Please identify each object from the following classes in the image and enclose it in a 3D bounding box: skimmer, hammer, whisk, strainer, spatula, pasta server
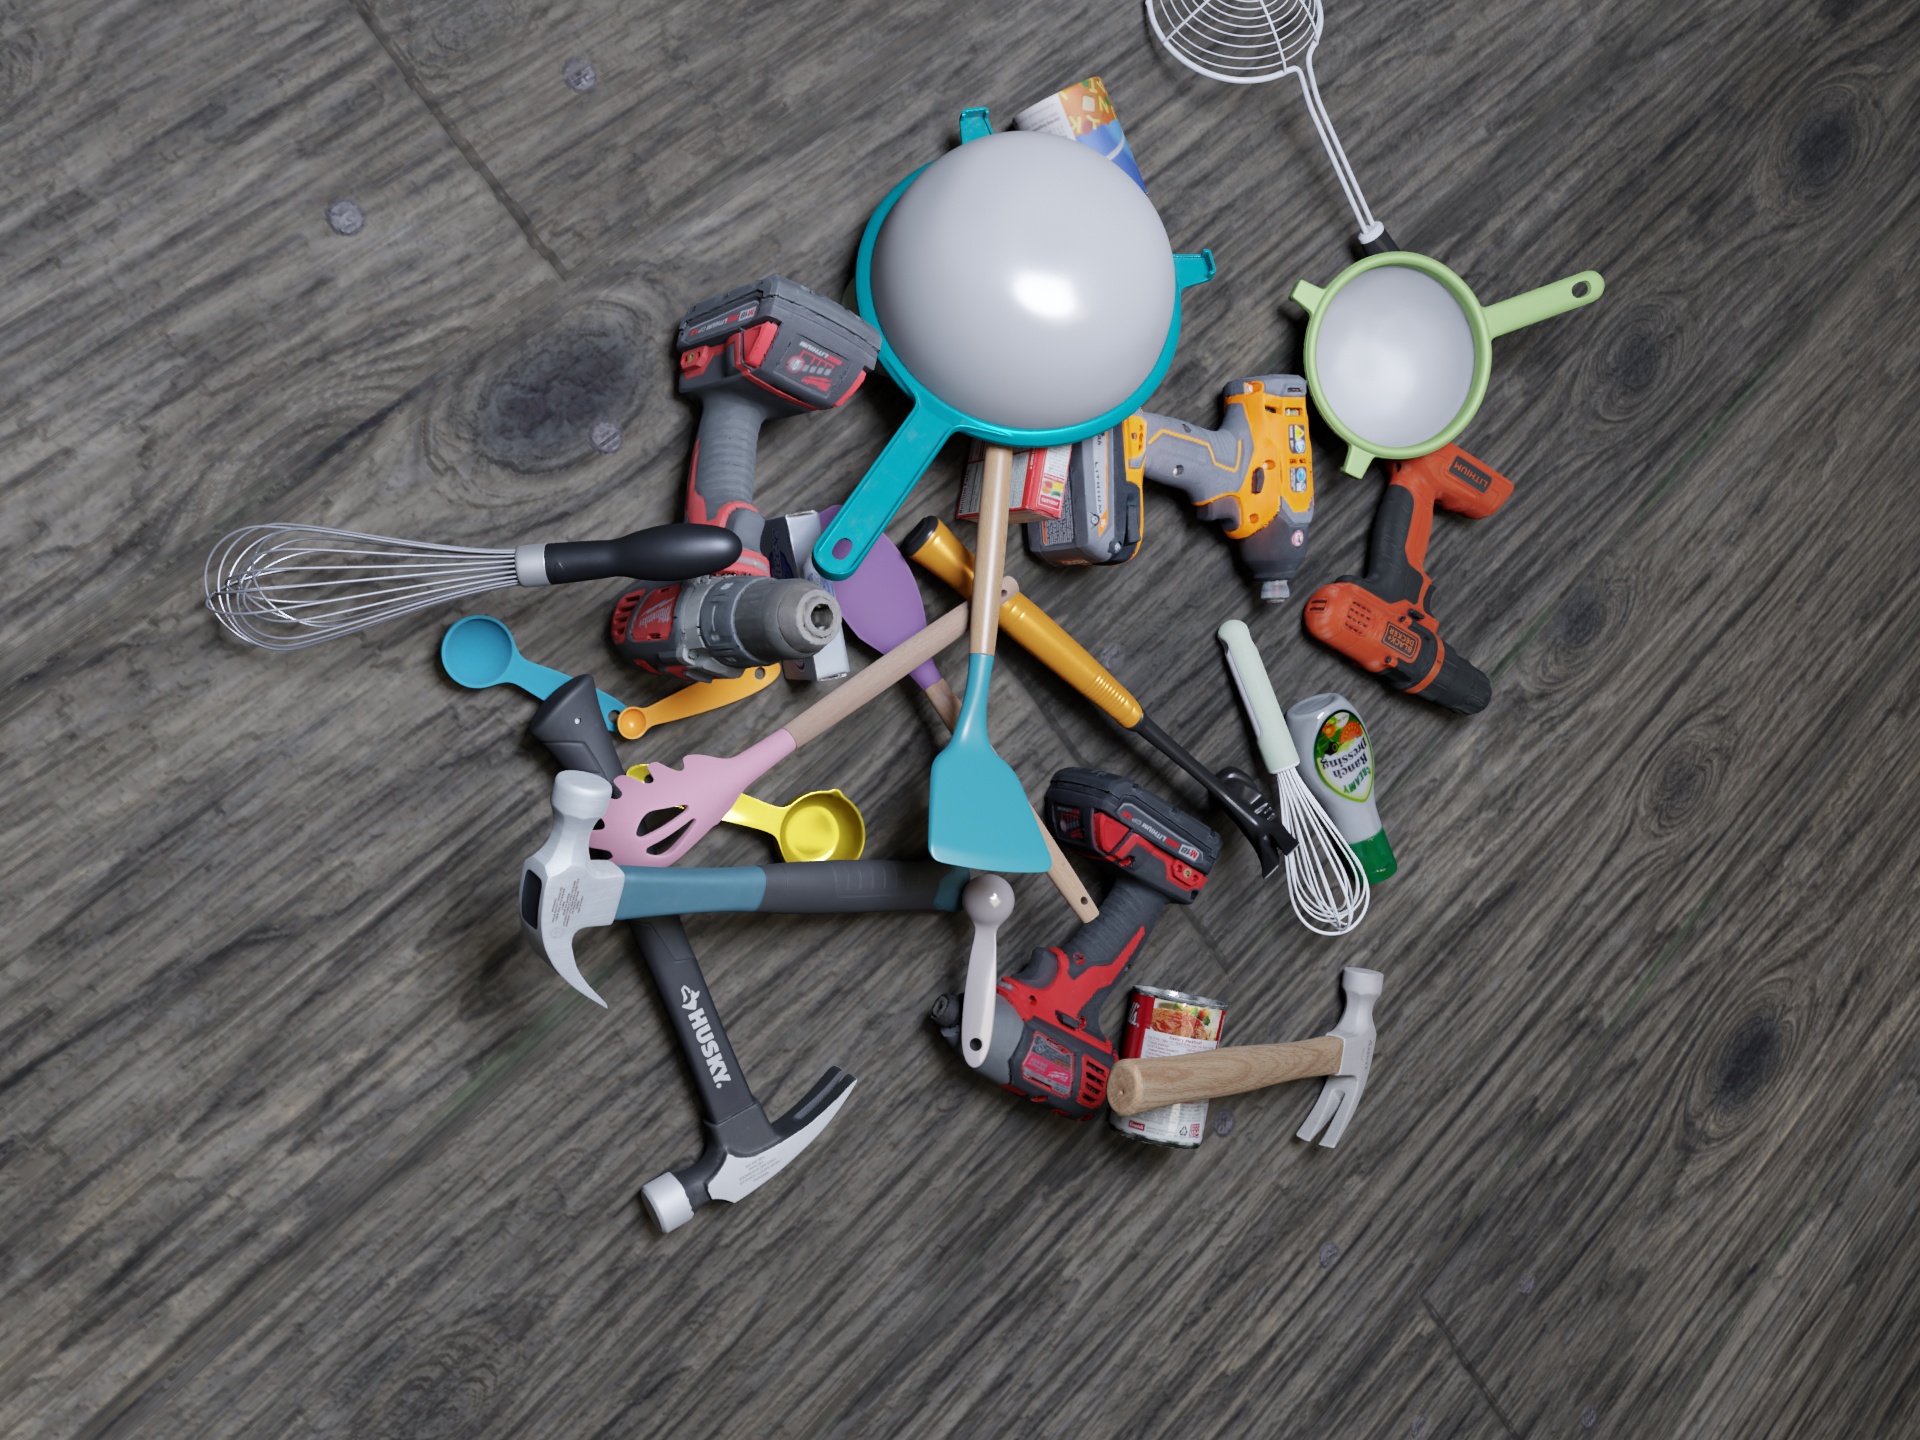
[{"bbox_3d":[0.264,-0.418,1.197,0.127,0.090,0.363,-46,121,-17],"label":"skimmer"},{"bbox_3d":[-0.111,0.098,0.936,0.330,0.033,0.128,5,108,-48],"label":"hammer"},{"bbox_3d":[0.240,0.042,1.172,0.059,0.058,0.246,-21,90,-4],"label":"whisk"},{"bbox_3d":[0.366,-0.291,1.212,0.256,0.069,0.151,-22,99,-12],"label":"strainer"},{"bbox_3d":[0.022,-0.066,0.976,0.082,0.044,0.317,8,81,-25],"label":"spatula"},{"bbox_3d":[0.095,-0.020,1.075,0.336,0.127,0.034,39,102,-18],"label":"hammer"},{"bbox_3d":[0.207,0.246,1.118,0.331,0.031,0.130,7,91,-49],"label":"hammer"},{"bbox_3d":[-0.174,0.131,0.957,0.146,0.035,0.334,-25,105,-26],"label":"hammer"},{"bbox_3d":[-0.002,-0.003,1.027,0.060,0.018,0.316,-34,91,-23],"label":"spatula"},{"bbox_3d":[-0.257,-0.078,0.842,0.284,0.070,0.070,-5,94,0],"label":"whisk"},{"bbox_3d":[-0.086,-0.005,0.958,0.316,0.040,0.060,-36,116,-25],"label":"pasta server"},{"bbox_3d":[0.012,-0.231,0.950,0.211,0.095,0.340,33,71,0],"label":"strainer"}]

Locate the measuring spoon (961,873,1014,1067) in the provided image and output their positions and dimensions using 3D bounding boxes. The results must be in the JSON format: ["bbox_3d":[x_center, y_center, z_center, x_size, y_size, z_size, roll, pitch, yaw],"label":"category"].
[{"bbox_3d":[0.014,0.160,1.021,0.034,0.018,0.124,4,82,4],"label":"measuring spoon"}]

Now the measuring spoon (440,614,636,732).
[{"bbox_3d":[-0.248,-0.023,0.935,0.128,0.021,0.042,29,83,-35],"label":"measuring spoon"}]

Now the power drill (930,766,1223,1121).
[{"bbox_3d":[0.075,0.149,1.081,0.143,0.078,0.220,31,80,-25],"label":"power drill"}]

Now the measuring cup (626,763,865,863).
[{"bbox_3d":[-0.135,0.056,0.994,0.156,0.029,0.062,20,83,-18],"label":"measuring cup"}]

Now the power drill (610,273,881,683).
[{"bbox_3d":[-0.115,-0.132,0.908,0.080,0.188,0.227,20,78,-38],"label":"power drill"}]

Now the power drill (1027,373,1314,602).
[{"bbox_3d":[0.157,-0.159,1.116,0.226,0.084,0.164,-7,95,-32],"label":"power drill"}]

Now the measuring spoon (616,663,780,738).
[{"bbox_3d":[-0.161,-0.015,0.981,0.117,0.011,0.021,-24,110,-33],"label":"measuring spoon"}]

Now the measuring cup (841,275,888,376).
[{"bbox_3d":[0.002,-0.279,1.049,0.167,0.038,0.083,-24,102,-24],"label":"measuring cup"}]
